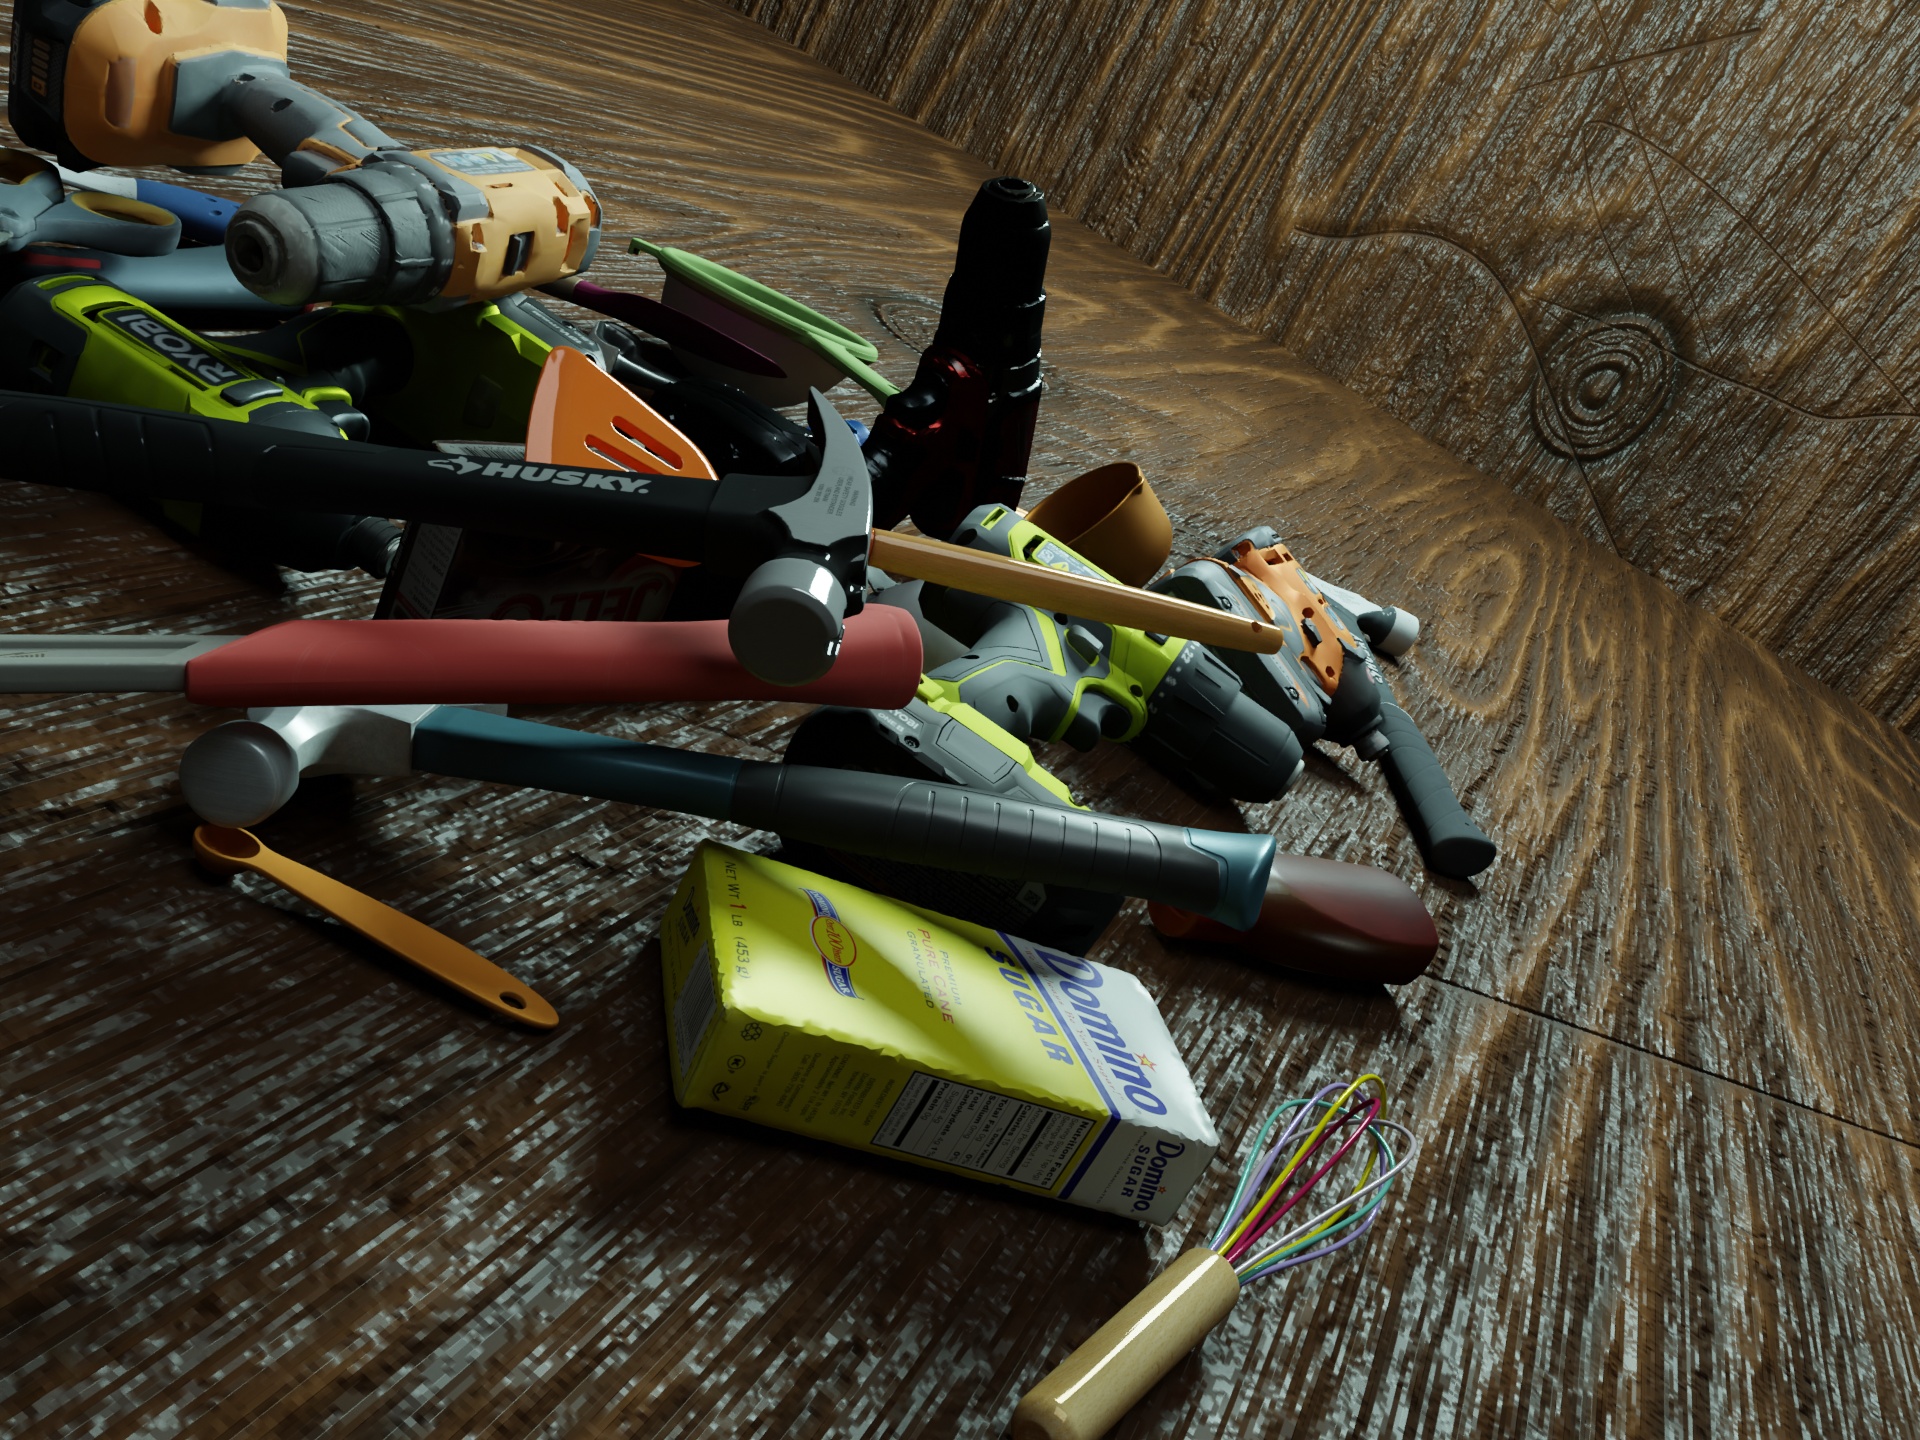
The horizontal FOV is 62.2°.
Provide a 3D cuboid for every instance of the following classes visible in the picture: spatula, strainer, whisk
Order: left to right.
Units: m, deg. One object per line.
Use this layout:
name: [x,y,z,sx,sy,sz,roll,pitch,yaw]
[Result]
strainer: [-0.105,-0.214,0.983,0.151,0.069,0.257,13,21,-43]
strainer: [-0.056,-0.087,0.854,0.087,0.050,0.259,-16,46,-40]
spatula: [-0.010,-0.068,0.631,0.322,0.041,0.081,11,57,-18]
whisk: [0.089,0.167,0.513,0.051,0.047,0.245,42,30,23]

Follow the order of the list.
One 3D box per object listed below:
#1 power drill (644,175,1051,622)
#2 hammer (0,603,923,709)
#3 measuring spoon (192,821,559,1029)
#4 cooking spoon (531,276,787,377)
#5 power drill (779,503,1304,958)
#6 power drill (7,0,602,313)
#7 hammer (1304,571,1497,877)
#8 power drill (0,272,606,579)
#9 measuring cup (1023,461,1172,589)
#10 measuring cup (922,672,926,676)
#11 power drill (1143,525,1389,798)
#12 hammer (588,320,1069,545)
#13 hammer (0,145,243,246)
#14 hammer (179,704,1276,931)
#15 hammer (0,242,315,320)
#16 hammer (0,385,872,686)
power drill: [-0.038,-0.143,0.744,0.080,0.187,0.227,32,44,25]
hammer: [-0.169,-0.014,0.458,0.359,0.036,0.149,-1,21,-31]
measuring spoon: [-0.171,0.063,0.464,0.117,0.011,0.021,31,14,-7]
cooking spoon: [-0.246,-0.259,0.933,0.319,0.017,0.068,23,0,10]
power drill: [0.043,0.010,0.670,0.190,0.080,0.228,35,35,4]
power drill: [-0.291,-0.238,0.666,0.226,0.084,0.185,29,30,10]
hammer: [0.293,-0.012,1.108,0.149,0.036,0.409,24,25,-11]
power drill: [-0.255,-0.132,0.673,0.171,0.080,0.223,32,28,6]
measuring cup: [0.060,-0.070,0.852,0.052,0.095,0.174,52,40,-24]
measuring cup: [-0.001,-0.002,0.764,0.156,0.029,0.062,4,35,-49]
power drill: [0.182,-0.028,0.933,0.164,0.084,0.226,54,27,6]
hammer: [-0.052,-0.143,0.904,0.336,0.034,0.127,20,15,-18]
hammer: [-0.423,-0.267,0.789,0.405,0.035,0.144,10,31,-38]
hammer: [-0.059,0.026,0.516,0.331,0.033,0.128,10,17,-2]
hammer: [-0.397,-0.165,0.617,0.143,0.038,0.386,37,25,13]
hammer: [-0.192,-0.079,0.499,0.335,0.035,0.146,7,32,1]
